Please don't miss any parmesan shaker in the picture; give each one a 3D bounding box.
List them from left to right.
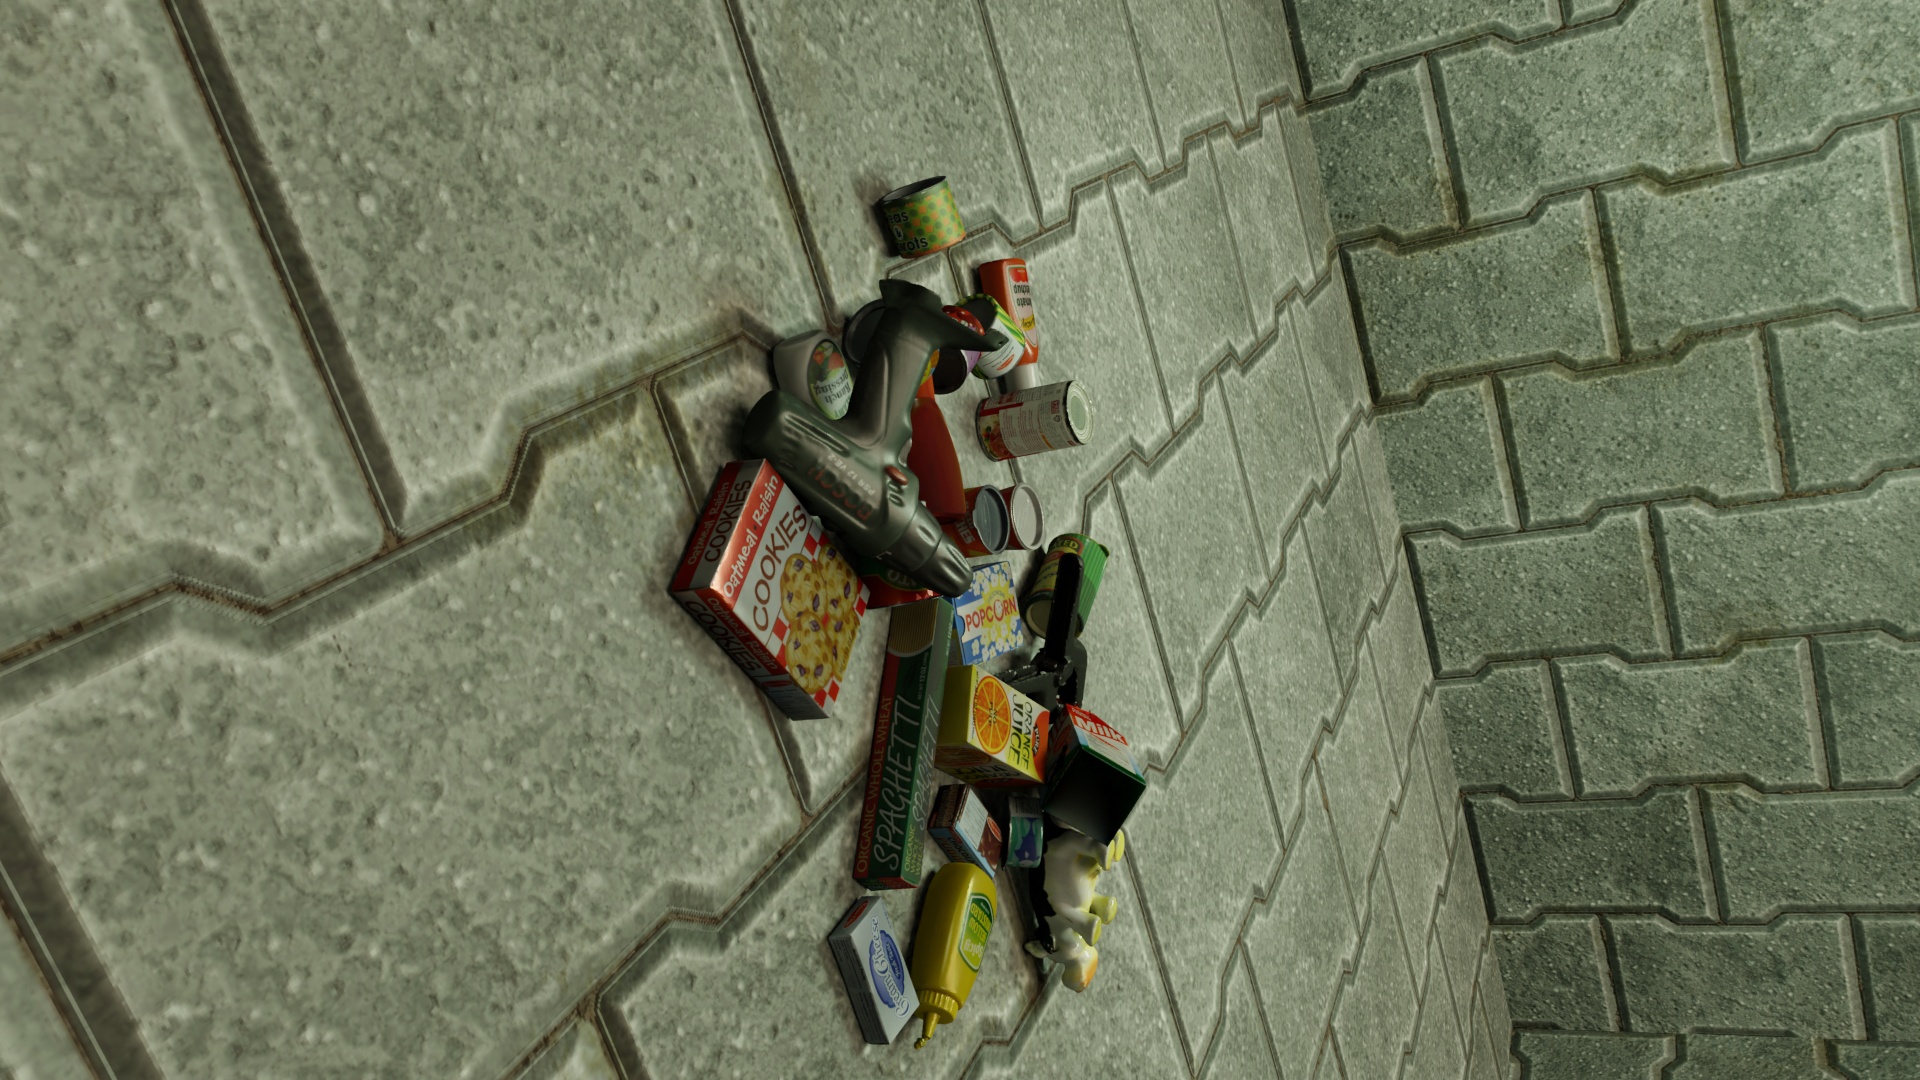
[{"bbox_3d":[0.113,0.049,1.460,0.071,0.071,0.103,62,34,-31],"label":"parmesan shaker"}]

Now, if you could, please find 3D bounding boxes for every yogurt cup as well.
[{"bbox_3d":[0.045,-0.020,1.377,0.072,0.054,0.072,25,60,-56],"label":"yogurt cup"}]

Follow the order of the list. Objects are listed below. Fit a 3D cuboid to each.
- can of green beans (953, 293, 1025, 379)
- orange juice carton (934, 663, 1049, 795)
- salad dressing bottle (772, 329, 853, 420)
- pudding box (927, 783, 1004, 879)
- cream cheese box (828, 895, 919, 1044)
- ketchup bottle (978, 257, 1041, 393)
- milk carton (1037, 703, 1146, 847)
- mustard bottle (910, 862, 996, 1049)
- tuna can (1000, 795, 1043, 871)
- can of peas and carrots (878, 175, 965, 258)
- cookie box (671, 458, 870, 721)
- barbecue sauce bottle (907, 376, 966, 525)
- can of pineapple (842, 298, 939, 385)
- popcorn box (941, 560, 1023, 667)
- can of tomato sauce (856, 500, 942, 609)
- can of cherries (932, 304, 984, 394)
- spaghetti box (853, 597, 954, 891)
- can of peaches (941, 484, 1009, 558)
[{"bbox_3d":[0.022,-0.202,1.375,0.057,0.071,0.071,42,47,-48],"label":"can of green beans"},{"bbox_3d":[0.025,0.177,1.265,0.192,0.073,0.072,37,51,-52],"label":"orange juice carton"},{"bbox_3d":[-0.106,-0.097,1.138,0.064,0.044,0.147,-43,120,-48],"label":"salad dressing bottle"},{"bbox_3d":[0.006,0.263,1.251,0.083,0.030,0.050,58,35,-35],"label":"pudding box"},{"bbox_3d":[-0.068,0.341,1.102,0.053,0.024,0.103,-40,116,-56],"label":"cream cheese box"},{"bbox_3d":[0.056,-0.221,1.465,0.065,0.043,0.148,-16,96,-61],"label":"ketchup bottle"},{"bbox_3d":[0.120,0.220,1.356,0.072,0.073,0.191,-59,-174,7],"label":"milk carton"},{"bbox_3d":[-0.011,0.355,1.175,0.065,0.048,0.161,55,38,-36],"label":"mustard bottle"},{"bbox_3d":[0.057,0.276,1.305,0.071,0.033,0.071,-172,-94,-85],"label":"tuna can"},{"bbox_3d":[-0.037,-0.302,1.301,0.071,0.071,0.058,-52,128,-53],"label":"can of peas and carrots"},{"bbox_3d":[-0.139,0.039,1.048,0.167,0.040,0.123,55,38,-40],"label":"cookie box"},{"bbox_3d":[-0.035,-0.088,1.254,0.065,0.043,0.149,-3,77,-26],"label":"barbecue sauce bottle"},{"bbox_3d":[-0.059,-0.169,1.218,0.058,0.071,0.071,35,52,-53],"label":"can of pineapple"},{"bbox_3d":[0.011,0.071,1.307,0.127,0.038,0.085,-15,97,-61],"label":"popcorn box"},{"bbox_3d":[-0.053,0.012,1.175,0.071,0.071,0.083,-12,92,-61],"label":"can of tomato sauce"},{"bbox_3d":[-0.016,-0.181,1.299,0.071,0.071,0.059,65,32,-26],"label":"can of cherries"},{"bbox_3d":[-0.045,0.166,1.166,0.028,0.050,0.251,41,48,-47],"label":"spaghetti box"},{"bbox_3d":[0.005,-0.016,1.300,0.071,0.058,0.071,23,63,-57],"label":"can of peaches"}]
